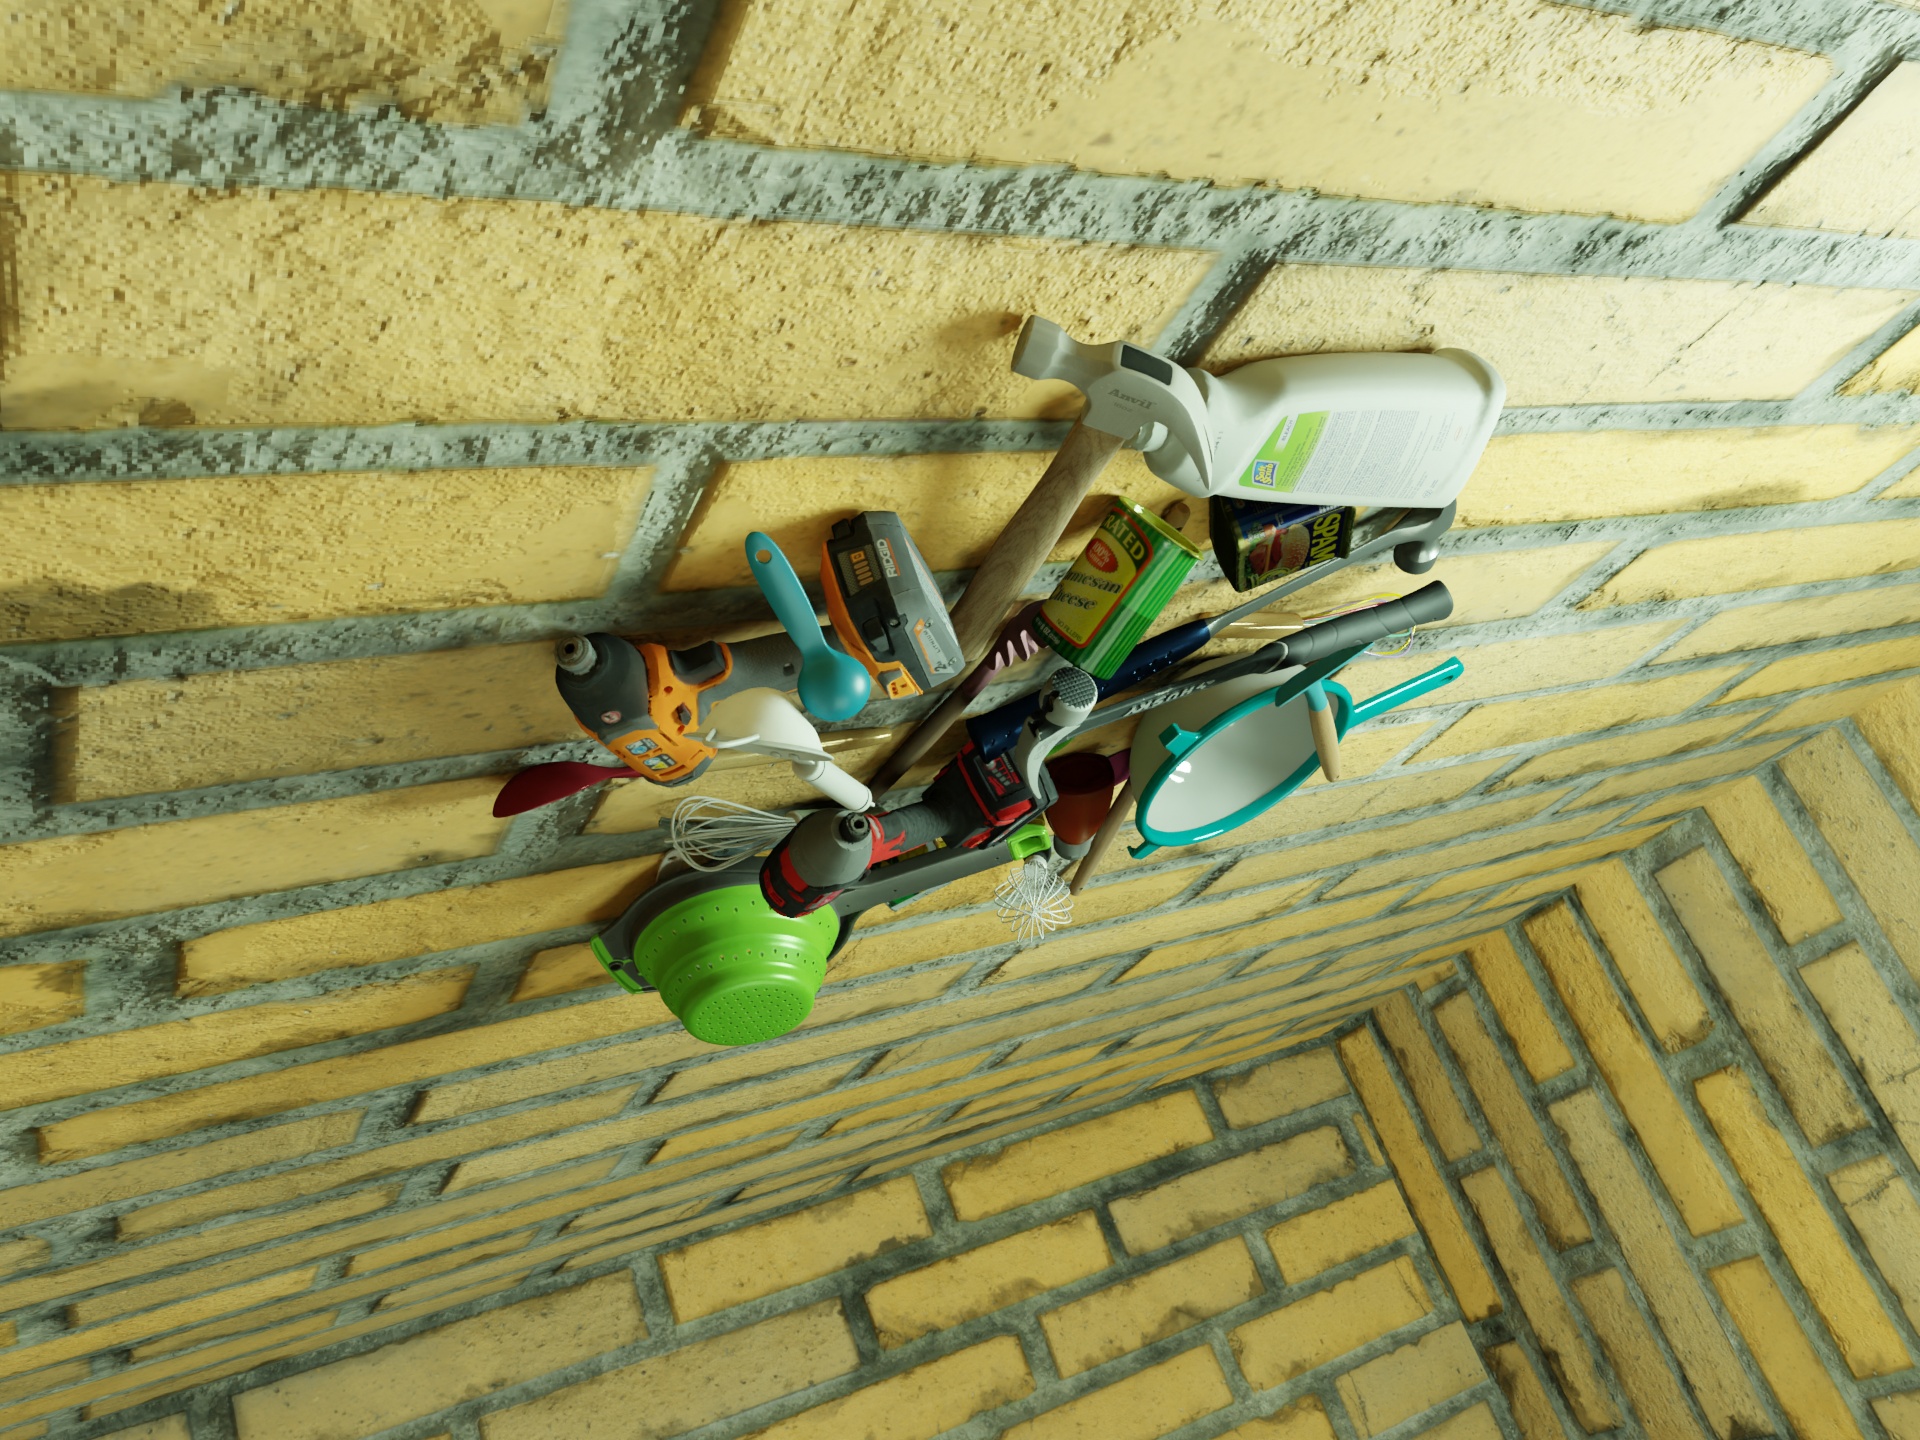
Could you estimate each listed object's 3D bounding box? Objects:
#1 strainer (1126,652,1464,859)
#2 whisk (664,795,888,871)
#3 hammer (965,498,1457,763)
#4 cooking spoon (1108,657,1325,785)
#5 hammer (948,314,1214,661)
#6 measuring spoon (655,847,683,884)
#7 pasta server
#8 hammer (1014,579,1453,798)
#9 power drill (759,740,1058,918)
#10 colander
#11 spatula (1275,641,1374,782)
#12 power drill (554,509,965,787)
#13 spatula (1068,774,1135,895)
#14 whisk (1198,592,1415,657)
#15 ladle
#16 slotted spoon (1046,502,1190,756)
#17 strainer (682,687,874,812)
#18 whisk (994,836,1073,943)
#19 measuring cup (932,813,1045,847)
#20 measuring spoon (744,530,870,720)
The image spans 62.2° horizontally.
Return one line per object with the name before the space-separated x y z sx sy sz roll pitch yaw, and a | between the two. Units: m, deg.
strainer | 0.278 -0.014 1.379 0.340 0.095 0.210 -22 149 -18
whisk | -0.139 0.085 1.268 0.058 0.059 0.246 -23 166 35
hammer | 0.191 -0.075 1.184 0.405 0.035 0.144 -26 158 -6
cooking spoon | 0.231 0.003 1.468 0.319 0.017 0.068 -29 157 18
hammer | 0.048 -0.117 0.961 0.130 0.031 0.331 17 152 -10
measuring spoon | -0.248 0.135 1.325 0.034 0.018 0.124 -11 148 -26
pasta server | -0.002 -0.004 1.206 0.060 0.040 0.316 -23 164 -41
hammer | 0.217 -0.038 1.202 0.409 0.036 0.149 -18 157 -26
power drill | -0.041 0.077 1.226 0.219 0.078 0.143 -21 167 -34
colander | -0.106 0.184 1.335 0.397 0.095 0.204 -18 143 2
spatula | 0.292 0.004 1.268 0.082 0.044 0.317 -34 154 3
power drill | -0.125 -0.041 0.952 0.226 0.084 0.164 -21 156 6
spatula | 0.158 0.073 1.501 0.059 0.018 0.315 -7 143 -26
whisk | 0.292 -0.082 1.317 0.245 0.051 0.047 -2 129 -33
ladle | -0.178 0.029 1.123 0.315 0.031 0.069 -9 -175 -37
slotted spoon | 0.106 -0.062 1.193 0.070 0.031 0.313 -12 154 -25
strainer | -0.096 0.023 0.967 0.087 0.050 0.258 7 167 16
whisk | 0.067 0.143 1.466 0.070 0.070 0.284 -25 -174 6
measuring cup | 0.000 0.100 1.473 0.156 0.029 0.062 -12 158 5
measuring spoon | -0.087 -0.048 0.877 0.042 0.021 0.128 -22 123 7
